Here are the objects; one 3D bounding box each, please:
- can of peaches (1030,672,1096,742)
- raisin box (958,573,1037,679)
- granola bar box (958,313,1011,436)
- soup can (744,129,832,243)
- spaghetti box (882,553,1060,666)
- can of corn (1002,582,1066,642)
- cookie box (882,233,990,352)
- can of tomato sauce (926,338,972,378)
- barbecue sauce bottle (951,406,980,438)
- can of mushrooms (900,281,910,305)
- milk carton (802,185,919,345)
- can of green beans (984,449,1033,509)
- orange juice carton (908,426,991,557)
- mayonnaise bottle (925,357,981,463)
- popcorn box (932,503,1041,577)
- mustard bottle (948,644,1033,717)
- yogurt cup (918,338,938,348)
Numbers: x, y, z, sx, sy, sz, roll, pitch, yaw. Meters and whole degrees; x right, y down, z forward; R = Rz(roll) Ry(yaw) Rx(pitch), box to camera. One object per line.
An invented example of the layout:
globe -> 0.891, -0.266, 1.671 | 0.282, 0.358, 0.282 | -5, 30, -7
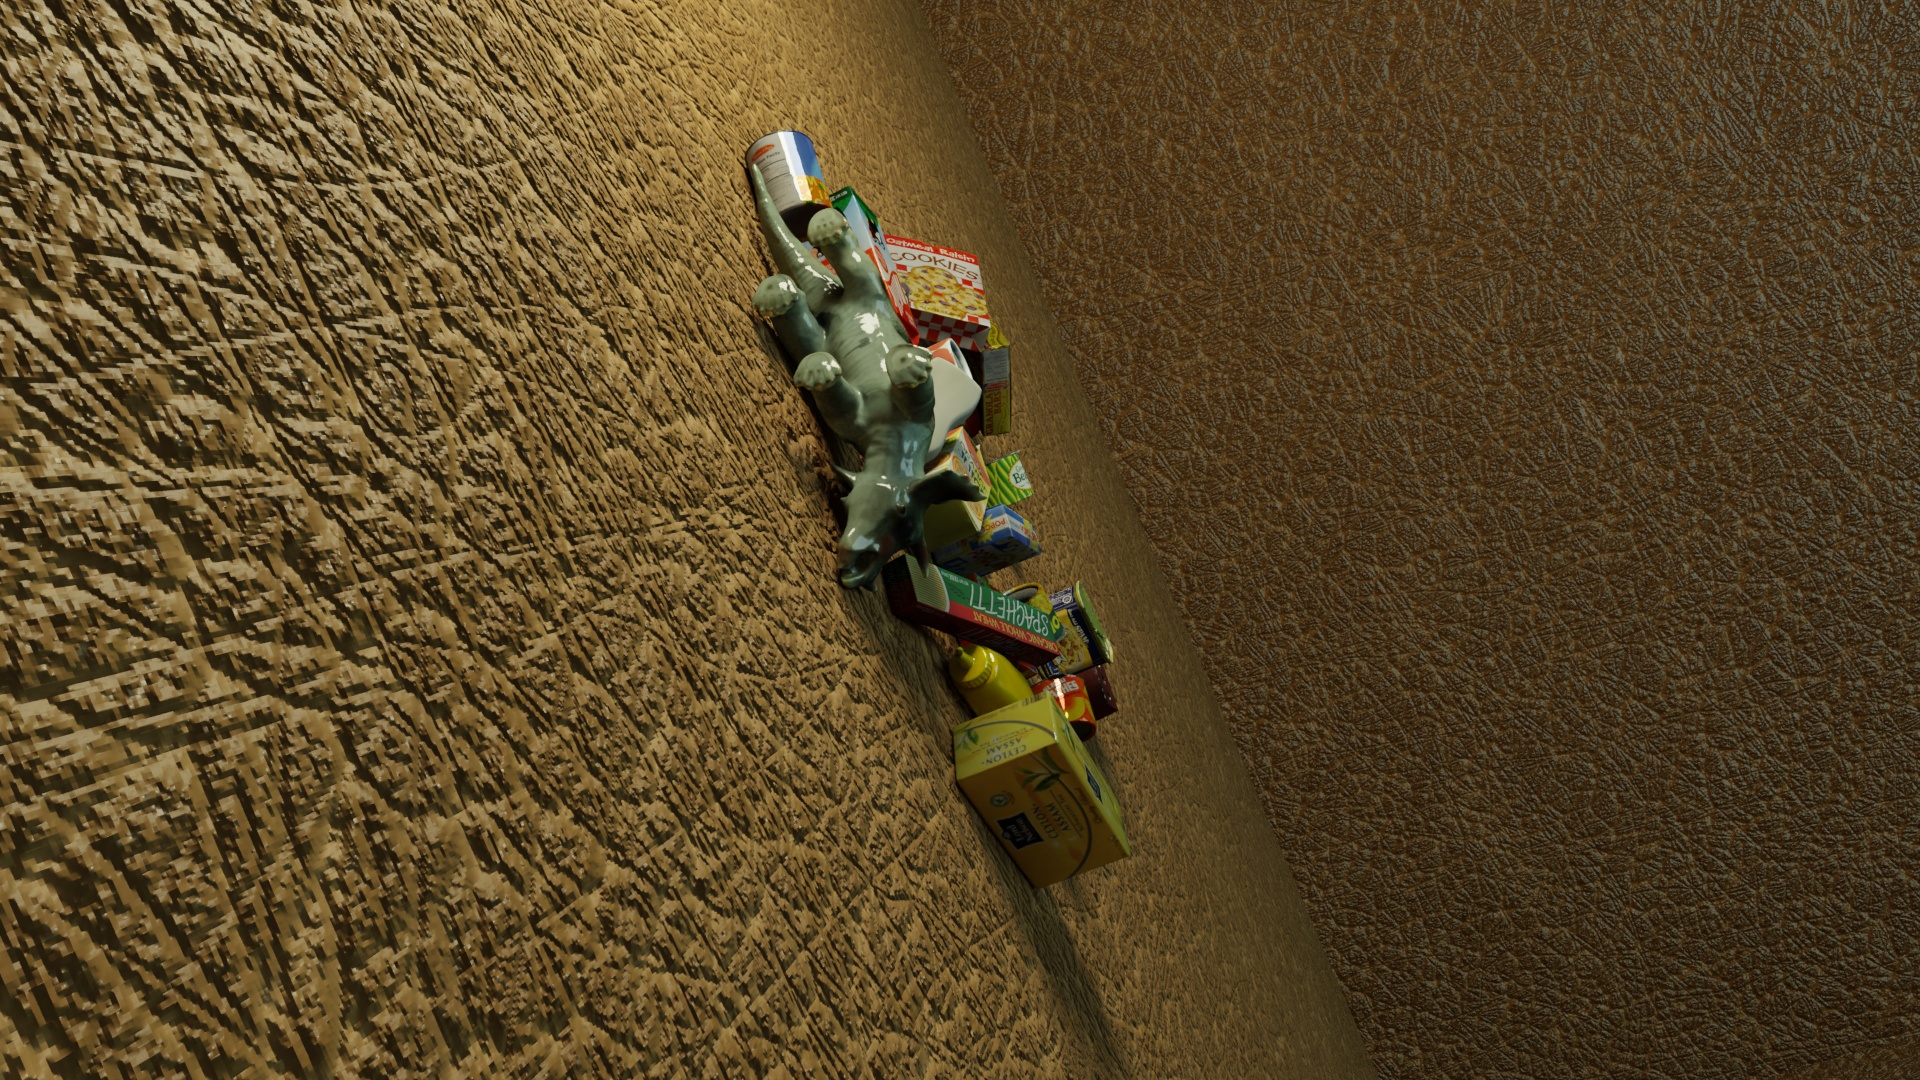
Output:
can of peaches -> 0.109, 0.185, 1.495 | 0.071, 0.071, 0.058 | 49, 22, -54
raisin box -> 0.031, 0.093, 1.404 | 0.123, 0.040, 0.086 | 38, 30, -63
granola bar box -> 0.022, -0.225, 1.746 | 0.166, 0.039, 0.123 | -116, -160, -52
soup can -> -0.158, -0.330, 1.303 | 0.071, 0.071, 0.084 | 35, 35, -67
spaghetti box -> 0.016, 0.068, 1.286 | 0.250, 0.028, 0.050 | 25, 43, -52
can of corn -> 0.074, 0.086, 1.516 | 0.058, 0.071, 0.071 | 62, 13, -17
cookie box -> -0.035, -0.296, 1.641 | 0.168, 0.123, 0.040 | -97, -157, -50
can of tomato sauce -> -0.035, -0.170, 1.492 | 0.071, 0.083, 0.071 | 61, 14, -25
barbecue sauce bottle -> -0.011, -0.143, 1.635 | 0.149, 0.043, 0.065 | -45, 116, -76
can of mushrooms -> -0.087, -0.247, 1.442 | 0.033, 0.071, 0.071 | 30, 38, -67
milk carton -> -0.100, -0.247, 1.387 | 0.073, 0.072, 0.191 | 33, 36, -69
can of green beans -> 0.049, -0.070, 1.700 | 0.071, 0.071, 0.058 | -36, 103, -77
orange juice carton -> -0.019, -0.056, 1.383 | 0.073, 0.072, 0.193 | 64, 13, -15
mayonnaise bottle -> -0.038, -0.106, 1.307 | 0.065, 0.041, 0.149 | 37, 55, -5
popcorn box -> 0.026, 0.003, 1.434 | 0.126, 0.085, 0.038 | 28, 42, -71
mustard bottle -> 0.026, 0.134, 1.289 | 0.159, 0.049, 0.065 | 51, 20, -49
yogurt cup -> -0.039, -0.267, 1.709 | 0.072, 0.054, 0.073 | 61, 14, -26
